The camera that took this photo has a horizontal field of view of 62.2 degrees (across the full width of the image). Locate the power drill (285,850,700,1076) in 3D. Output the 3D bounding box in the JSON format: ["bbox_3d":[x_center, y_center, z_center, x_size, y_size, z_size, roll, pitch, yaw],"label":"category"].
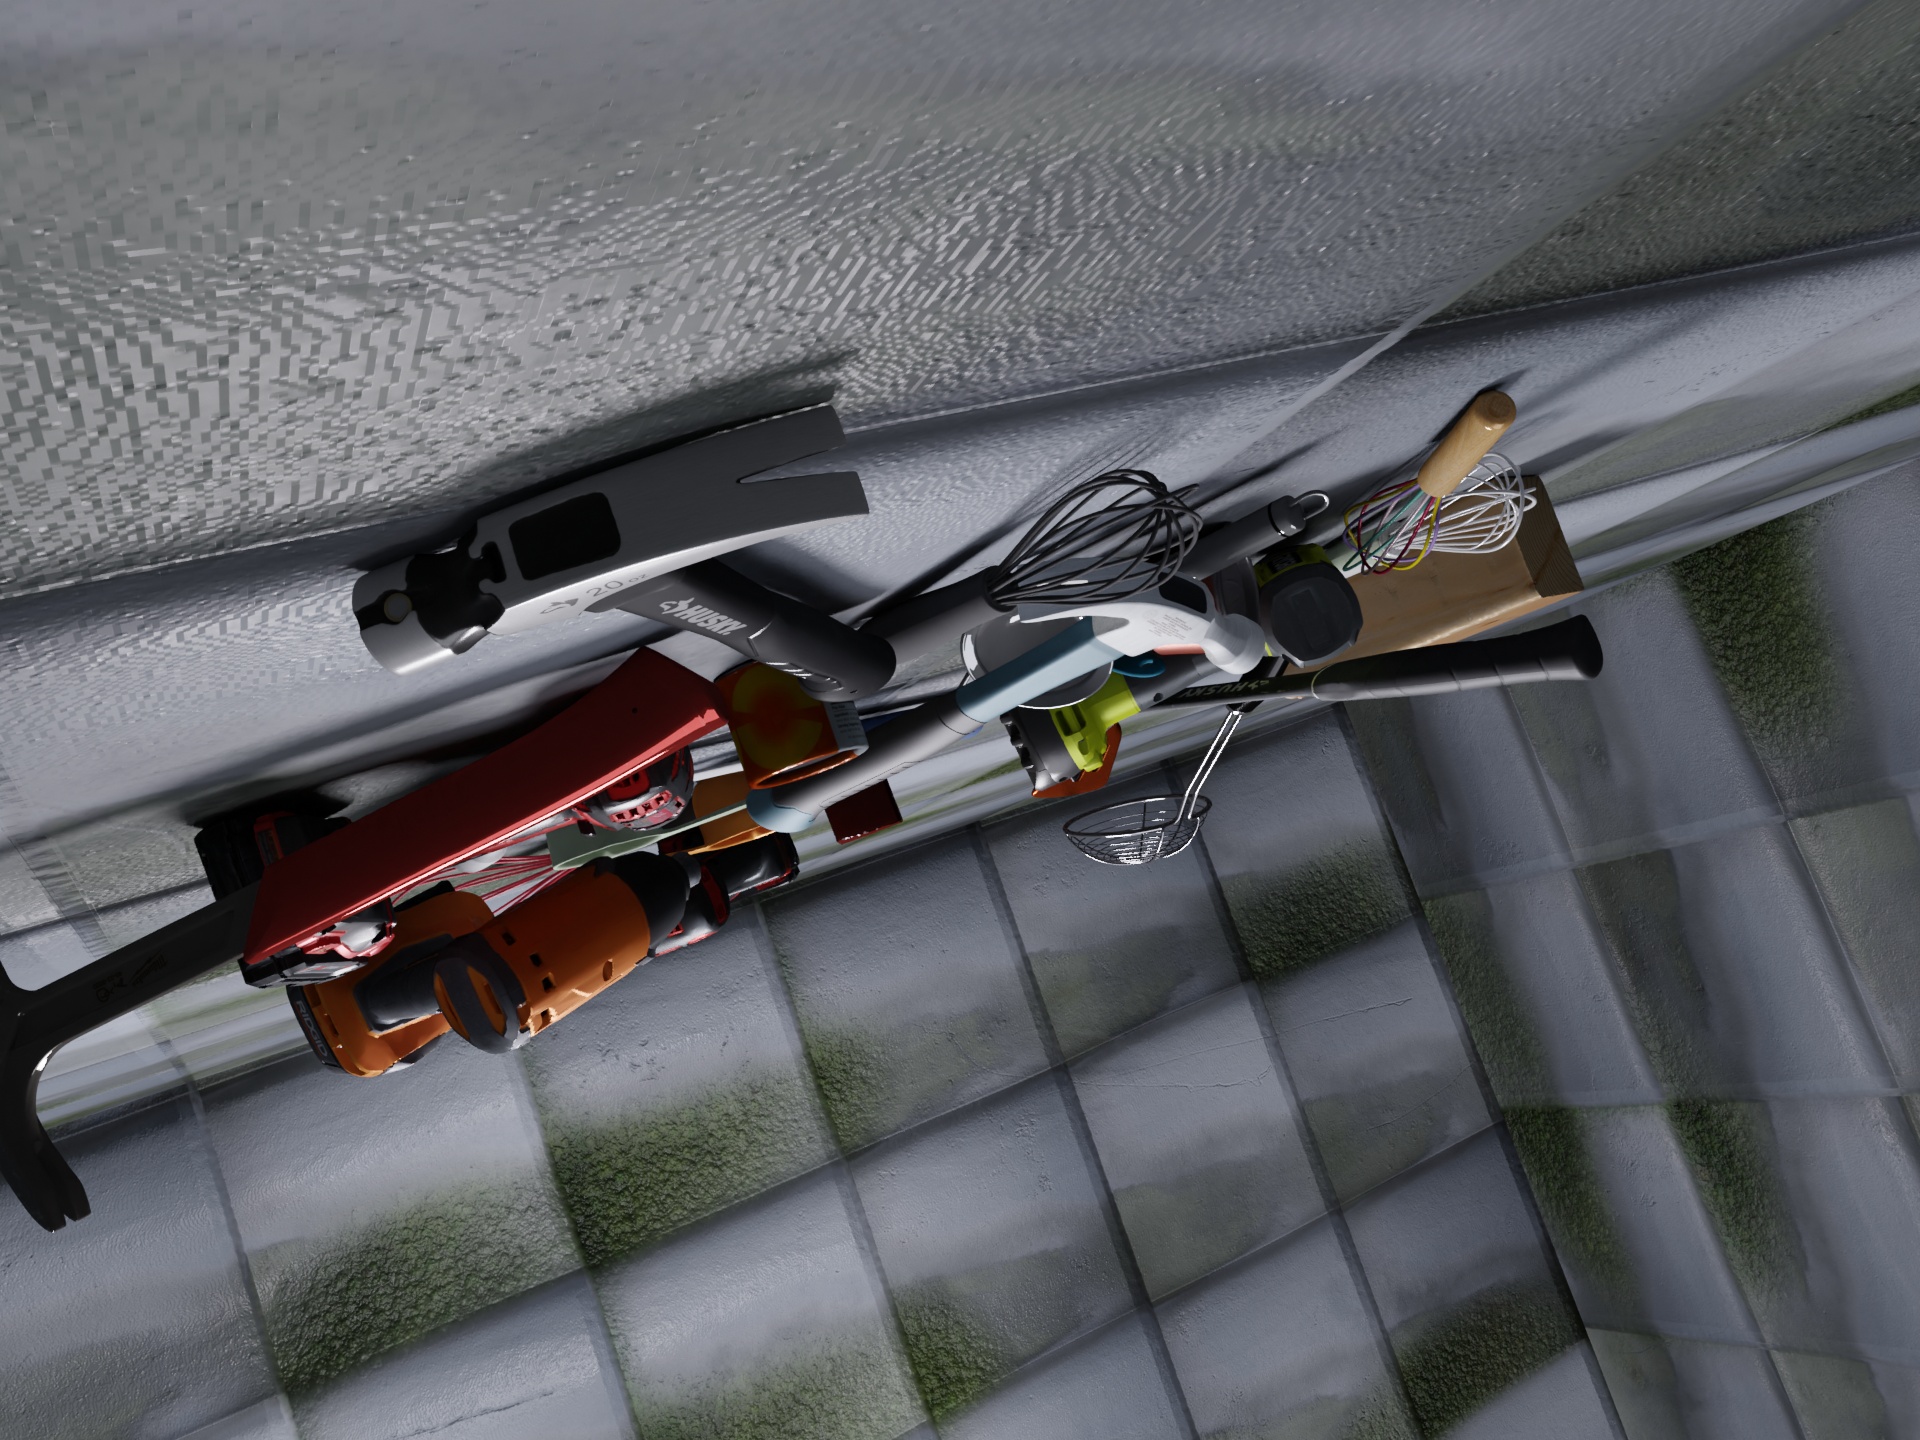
[{"bbox_3d":[-0.257,0.128,0.892,0.226,0.084,0.164,-16,-169,40],"label":"power drill"}]

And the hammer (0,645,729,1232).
[{"bbox_3d":[-0.261,0.075,0.678,0.359,0.149,0.036,-26,178,1],"label":"hammer"}]

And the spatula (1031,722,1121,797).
[{"bbox_3d":[0.165,-0.018,1.250,0.081,0.041,0.322,-5,159,-35],"label":"spatula"}]

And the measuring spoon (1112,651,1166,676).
[{"bbox_3d":[0.081,-0.047,0.923,0.042,0.021,0.129,-31,-157,-15],"label":"measuring spoon"}]

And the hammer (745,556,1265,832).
[{"bbox_3d":[-0.001,-0.003,0.885,0.128,0.033,0.331,25,141,-38],"label":"hammer"}]

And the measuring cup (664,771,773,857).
[{"bbox_3d":[-0.189,0.067,1.143,0.173,0.052,0.095,-16,173,-18],"label":"measuring cup"}]

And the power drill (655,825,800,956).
[{"bbox_3d":[-0.246,0.146,1.302,0.188,0.080,0.227,-22,-175,18],"label":"power drill"}]

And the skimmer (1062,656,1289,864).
[{"bbox_3d":[0.181,0.004,1.246,0.127,0.090,0.363,-15,148,-27],"label":"skimmer"}]

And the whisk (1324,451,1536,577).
[{"bbox_3d":[0.287,-0.118,1.032,0.057,0.059,0.246,-5,174,-17],"label":"whisk"}]

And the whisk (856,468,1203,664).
[{"bbox_3d":[0.019,-0.061,0.721,0.055,0.055,0.239,-14,176,-40],"label":"whisk"}]

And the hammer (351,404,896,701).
[{"bbox_3d":[-0.074,-0.040,0.600,0.146,0.035,0.334,-20,172,9],"label":"hammer"}]

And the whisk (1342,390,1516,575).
[{"bbox_3d":[0.256,-0.129,0.888,0.051,0.047,0.245,-20,169,-4],"label":"whisk"}]

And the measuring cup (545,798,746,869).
[{"bbox_3d":[-0.200,0.058,1.083,0.167,0.038,0.083,-18,174,-16],"label":"measuring cup"}]

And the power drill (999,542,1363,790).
[{"bbox_3d":[0.137,-0.044,1.013,0.223,0.080,0.171,-24,-171,11],"label":"power drill"}]

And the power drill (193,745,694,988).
[{"bbox_3d":[-0.235,0.052,0.775,0.219,0.078,0.143,-22,174,-7],"label":"power drill"}]

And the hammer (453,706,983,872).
[{"bbox_3d":[-0.125,0.025,1.039,0.144,0.035,0.405,-25,172,42],"label":"hammer"}]

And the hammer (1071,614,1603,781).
[{"bbox_3d":[0.216,-0.022,0.998,0.149,0.036,0.409,-39,-163,-30],"label":"hammer"}]

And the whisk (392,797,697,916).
[{"bbox_3d":[-0.298,0.108,1.147,0.296,0.073,0.073,-23,177,-40],"label":"whisk"}]

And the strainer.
[{"bbox_3d":[0.090,-0.066,0.848,0.086,0.050,0.258,38,138,-27],"label":"strainer"}]
